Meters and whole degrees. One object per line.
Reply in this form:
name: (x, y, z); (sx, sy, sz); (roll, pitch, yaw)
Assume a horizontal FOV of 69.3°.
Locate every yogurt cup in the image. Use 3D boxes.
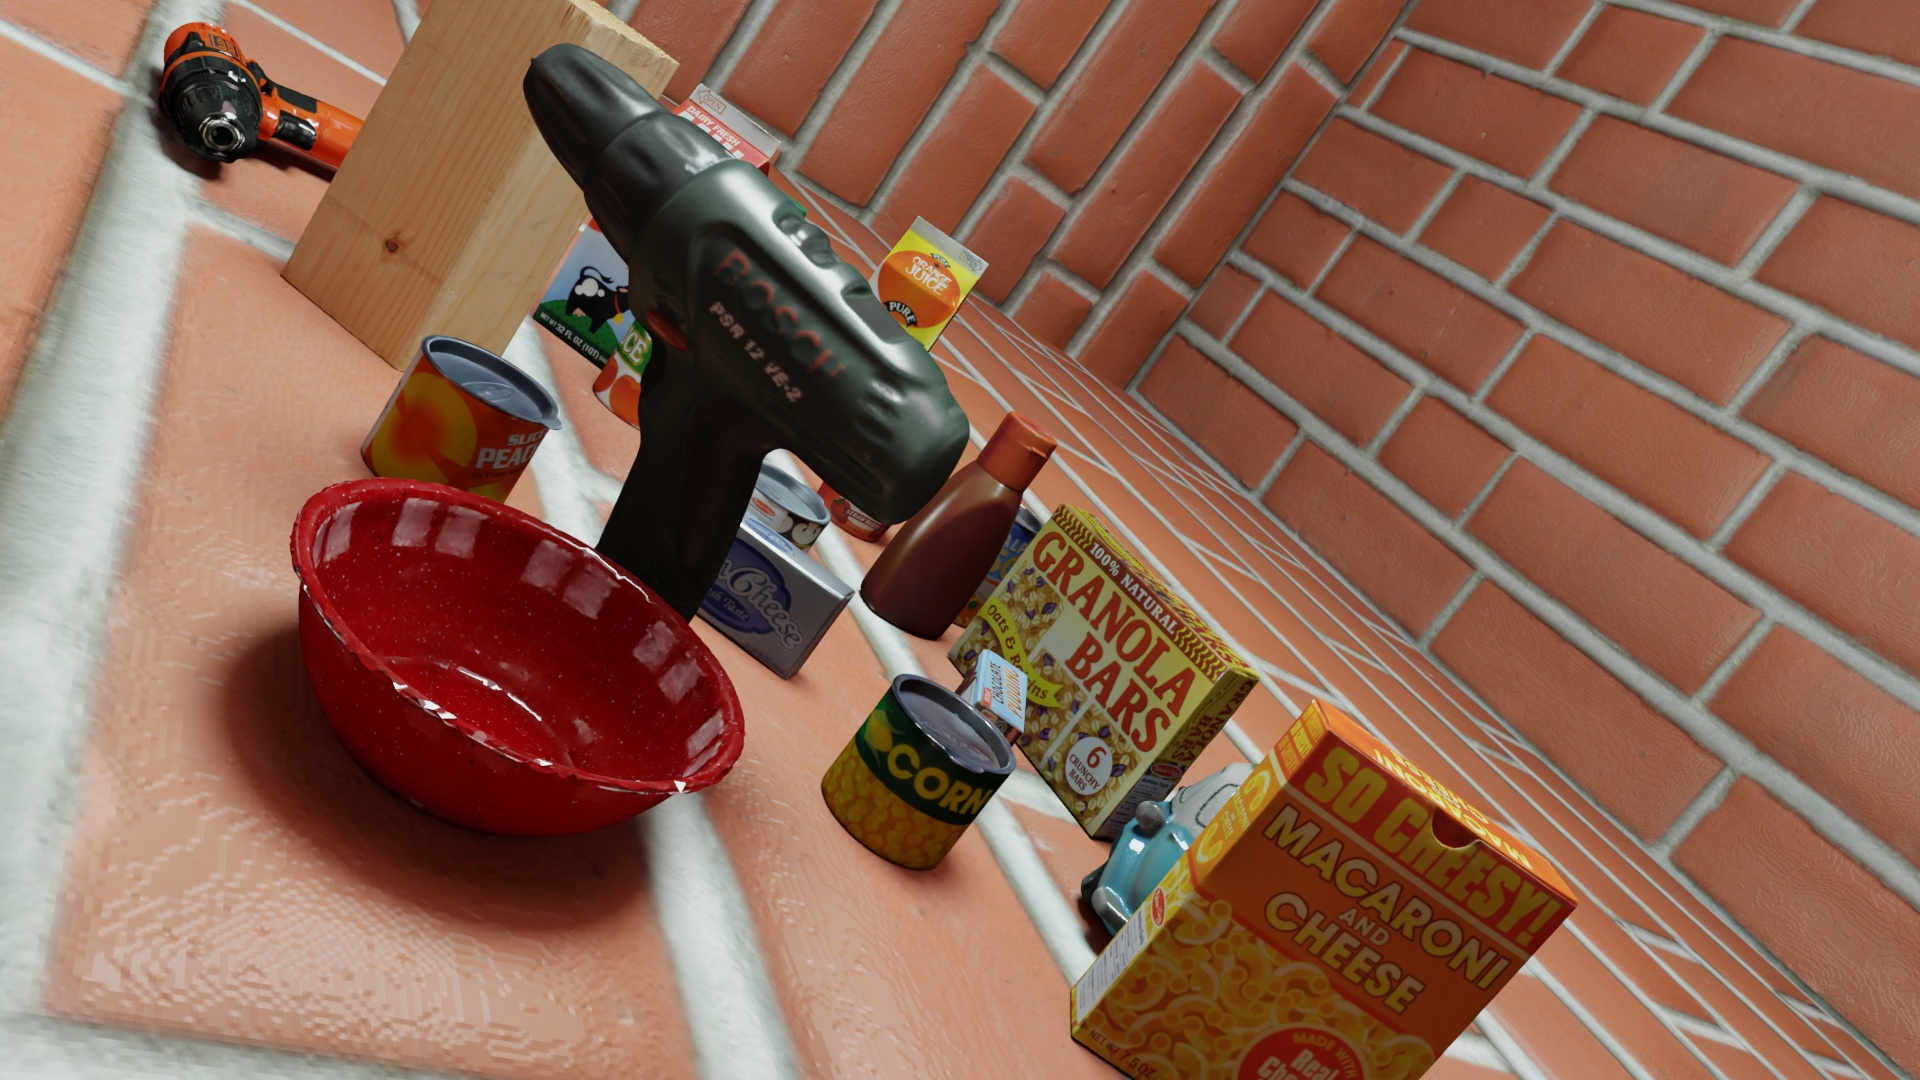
yogurt cup: (-0.066, -0.036, 0.979); (0.072, 0.054, 0.072); (34, 13, -9)

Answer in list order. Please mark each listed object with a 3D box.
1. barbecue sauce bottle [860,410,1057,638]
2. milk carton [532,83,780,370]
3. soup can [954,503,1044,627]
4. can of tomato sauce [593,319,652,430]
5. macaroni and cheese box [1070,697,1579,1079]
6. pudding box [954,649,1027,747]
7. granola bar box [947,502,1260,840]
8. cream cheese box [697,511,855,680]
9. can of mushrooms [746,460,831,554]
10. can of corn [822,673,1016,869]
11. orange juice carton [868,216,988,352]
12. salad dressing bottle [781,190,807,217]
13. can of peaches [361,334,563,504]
barbecue sauce bottle: (0.003, -0.011, 0.860); (0.065, 0.148, 0.044); (27, 16, -36)
milk carton: (-0.200, -0.210, 0.943); (0.072, 0.190, 0.073); (37, 13, 4)
soup can: (0.012, 0.010, 0.950); (0.071, 0.083, 0.071); (34, 13, -9)
can of tomato sauce: (-0.187, -0.116, 0.889); (0.071, 0.083, 0.071); (34, 13, -9)
macaroni and cheese box: (0.143, 0.166, 0.562); (0.124, 0.166, 0.040); (35, 13, -4)
pudding box: (0.009, 0.094, 0.729); (0.030, 0.049, 0.084); (35, 13, -5)
granola bar box: (0.078, 0.074, 0.811); (0.039, 0.124, 0.166); (24, 18, -44)
cream cheese box: (-0.110, 0.017, 0.689); (0.104, 0.053, 0.024); (37, 13, 2)
can of mushrooms: (-0.113, -0.018, 0.846); (0.071, 0.033, 0.071); (34, 13, -9)
can of corn: (-0.018, 0.103, 0.611); (0.071, 0.058, 0.071); (34, 13, -9)
orange juice carton: (-0.060, -0.170, 1.153); (0.072, 0.192, 0.073); (35, 13, -4)
salad dressing bottle: (-0.175, -0.209, 1.099); (0.044, 0.147, 0.064); (40, 13, 15)
can of peaches: (-0.222, -0.049, 0.623); (0.071, 0.058, 0.071); (34, 13, -9)
